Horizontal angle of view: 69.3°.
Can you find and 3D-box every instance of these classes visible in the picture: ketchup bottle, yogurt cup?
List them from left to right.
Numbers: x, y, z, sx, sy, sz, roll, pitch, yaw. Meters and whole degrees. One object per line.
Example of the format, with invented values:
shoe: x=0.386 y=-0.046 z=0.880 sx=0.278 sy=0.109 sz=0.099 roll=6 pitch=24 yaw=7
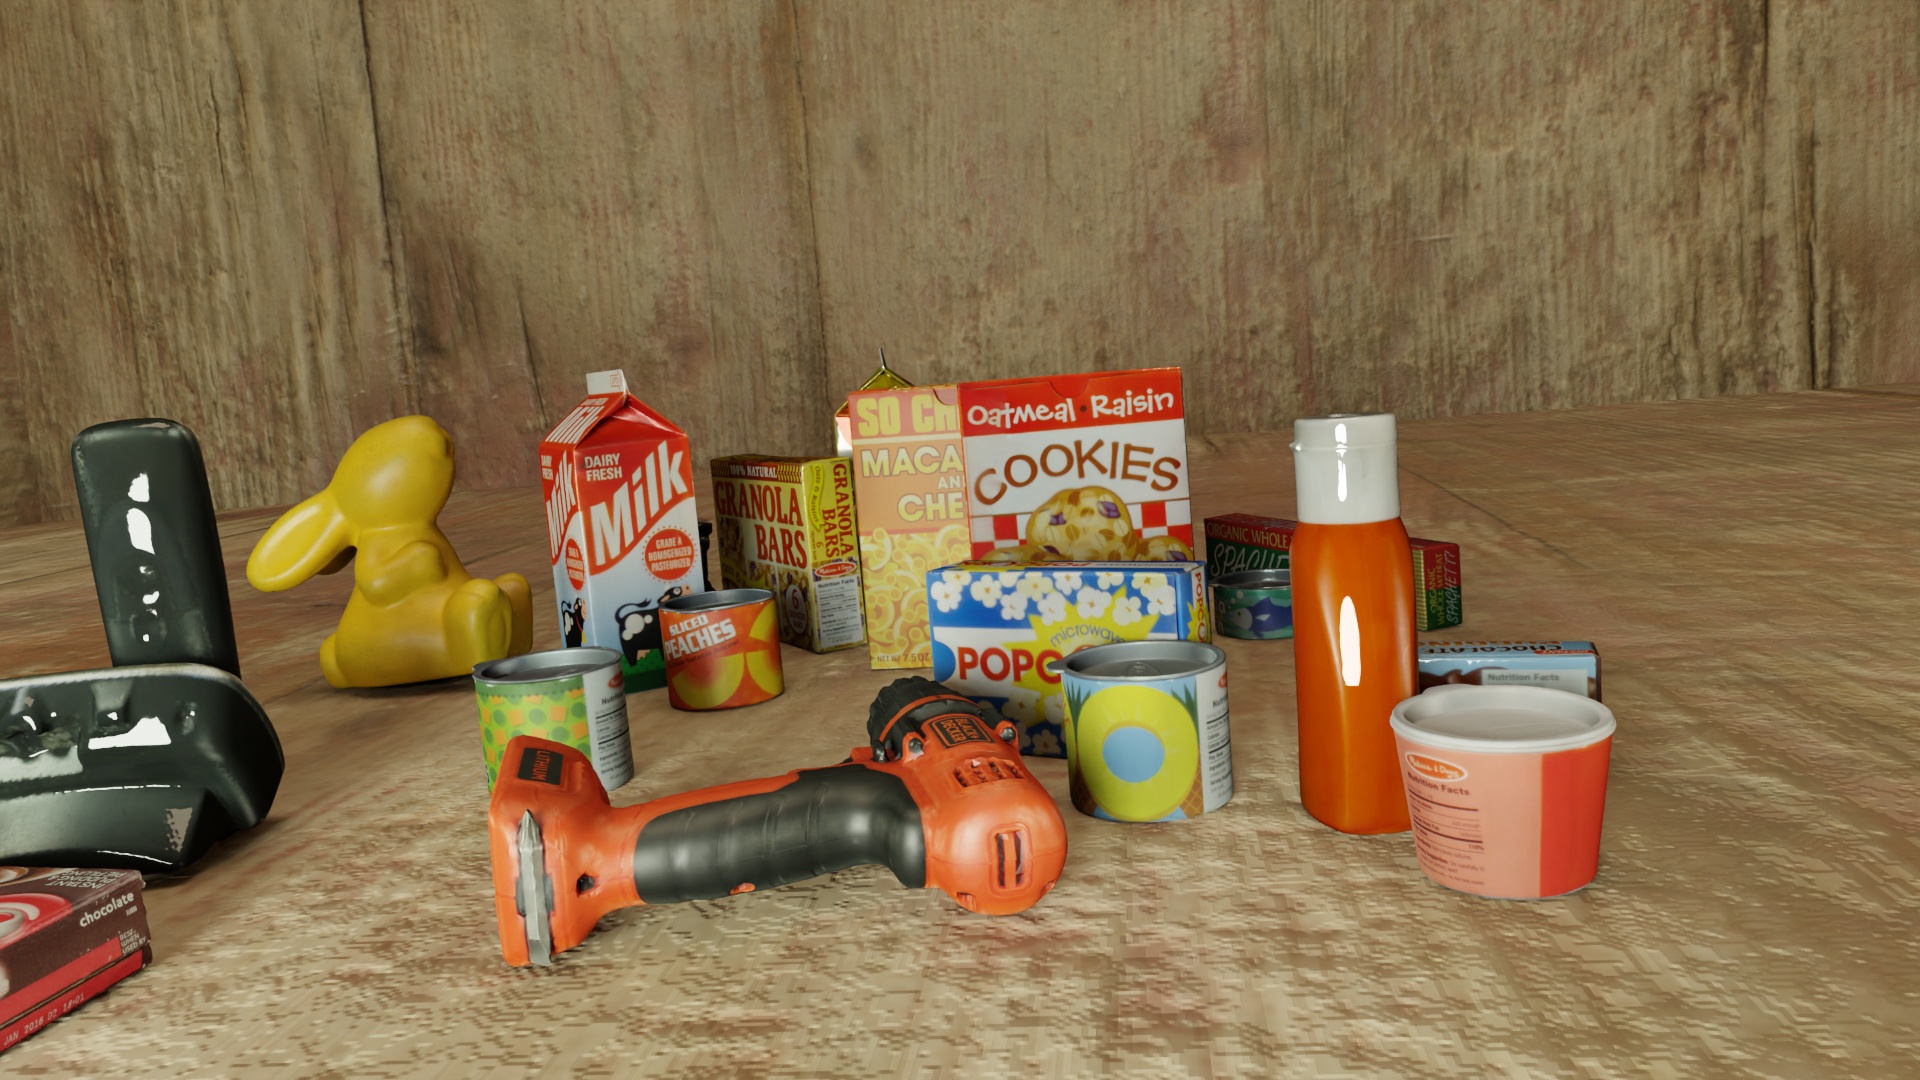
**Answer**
ketchup bottle: x=0.144 y=0.028 z=0.510 sx=0.043 sy=0.148 sz=0.065 roll=-5 pitch=7 yaw=2
yogurt cup: x=0.176 y=0.081 z=0.451 sx=0.072 sy=0.054 sz=0.072 roll=-5 pitch=7 yaw=1

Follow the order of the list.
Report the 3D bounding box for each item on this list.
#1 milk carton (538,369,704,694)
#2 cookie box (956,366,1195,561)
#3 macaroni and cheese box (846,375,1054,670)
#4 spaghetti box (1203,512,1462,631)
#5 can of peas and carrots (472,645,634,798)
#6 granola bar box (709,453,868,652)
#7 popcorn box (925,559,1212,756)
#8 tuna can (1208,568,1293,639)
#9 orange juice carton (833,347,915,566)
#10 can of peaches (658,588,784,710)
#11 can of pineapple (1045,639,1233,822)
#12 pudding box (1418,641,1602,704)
milk carton: x=-0.206 y=-0.008 z=0.844 sx=0.074 sy=0.190 sz=0.072 roll=-9 pitch=8 yaw=-32
cookie box: x=0.066 y=-0.009 z=0.771 sx=0.123 sy=0.167 sz=0.040 roll=-5 pitch=7 yaw=0
macaroni and cheese box: x=0.003 y=-0.010 z=0.824 sx=0.124 sy=0.166 sz=0.040 roll=-4 pitch=7 yaw=9
spaghetti box: x=0.237 y=0.016 z=0.921 sx=0.029 sy=0.050 sz=0.250 roll=-7 pitch=8 yaw=-20
can of peas and carrots: x=-0.189 y=0.084 z=0.639 sx=0.071 sy=0.058 sz=0.071 roll=-5 pitch=7 yaw=1
granola bar box: x=-0.121 y=0.004 z=0.957 sx=0.039 sy=0.124 sz=0.165 roll=-9 pitch=8 yaw=-30
popcorn box: x=0.050 y=0.053 z=0.628 sx=0.126 sy=0.085 sz=0.038 roll=-1 pitch=8 yaw=30
tuna can: x=0.185 y=0.038 z=0.850 sx=0.071 sy=0.032 sz=0.071 roll=-5 pitch=7 yaw=1
orange juice carton: x=-0.046 y=-0.038 z=0.963 sx=0.073 sy=0.192 sz=0.072 roll=-5 pitch=7 yaw=-1
can of peaches: x=-0.136 y=0.061 z=0.785 sx=0.071 sy=0.058 sz=0.071 roll=-5 pitch=7 yaw=1
can of pineapple: x=0.072 y=0.074 z=0.554 sx=0.071 sy=0.057 sz=0.071 roll=-5 pitch=7 yaw=1
pudding box: x=0.211 y=0.066 z=0.558 sx=0.083 sy=0.049 sz=0.030 roll=-2 pitch=7 yaw=19
